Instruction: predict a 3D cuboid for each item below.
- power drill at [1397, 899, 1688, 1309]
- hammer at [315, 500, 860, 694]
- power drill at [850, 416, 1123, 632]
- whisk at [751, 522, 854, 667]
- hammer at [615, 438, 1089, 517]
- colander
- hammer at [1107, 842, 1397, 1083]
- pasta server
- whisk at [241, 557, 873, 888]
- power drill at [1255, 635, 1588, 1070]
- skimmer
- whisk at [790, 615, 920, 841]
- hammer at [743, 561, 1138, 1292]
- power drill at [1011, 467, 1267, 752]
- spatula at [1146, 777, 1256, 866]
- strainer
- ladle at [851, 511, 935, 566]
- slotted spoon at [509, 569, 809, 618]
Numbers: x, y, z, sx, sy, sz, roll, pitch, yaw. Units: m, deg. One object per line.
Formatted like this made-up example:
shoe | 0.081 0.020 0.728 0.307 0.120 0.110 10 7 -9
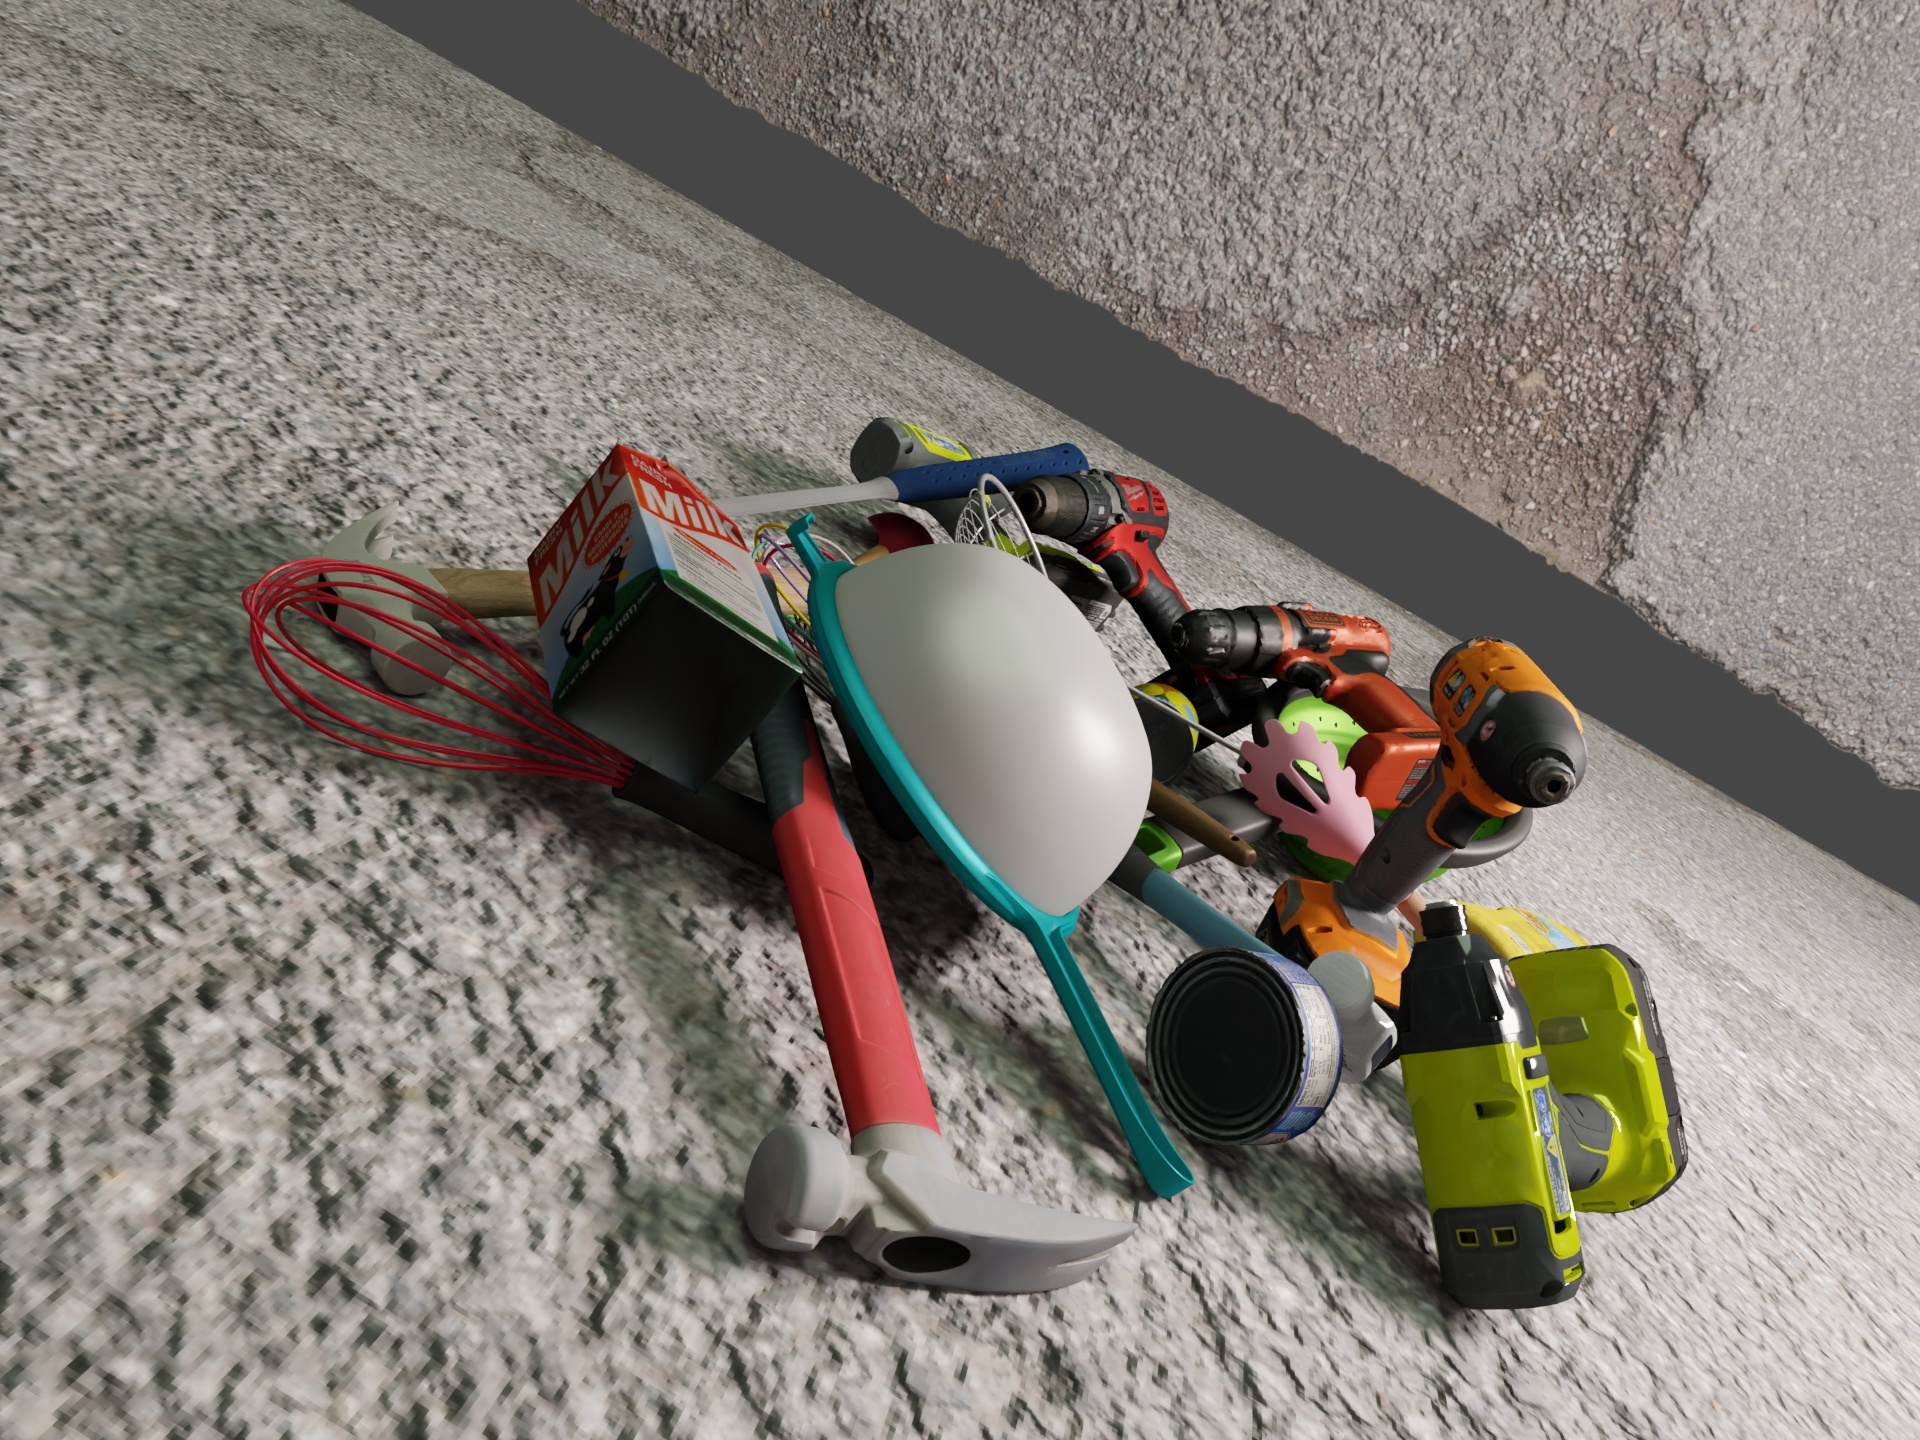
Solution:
power drill | 0.276 0.172 0.765 0.223 0.080 0.171 9 70 -54
hammer | -0.170 -0.068 0.832 0.331 0.031 0.130 -5 37 -45
power drill | 0.031 -0.154 1.322 0.190 0.080 0.229 9 36 -53
whisk | -0.026 -0.007 0.838 0.245 0.047 0.051 50 27 -9
hammer | -0.065 -0.172 1.161 0.405 0.035 0.144 -14 42 -39
colander | 0.232 0.074 1.088 0.397 0.094 0.205 -14 45 -40
hammer | 0.094 0.081 0.847 0.331 0.033 0.128 36 -15 39
pasta server | 0.287 0.125 0.972 0.316 0.060 0.040 47 10 -4
whisk | -0.159 0.015 0.674 0.295 0.073 0.073 28 17 -27
power drill | 0.252 0.073 0.860 0.084 0.226 0.164 28 18 -4
skimmer | 0.146 -0.034 1.025 0.363 0.090 0.127 32 10 13
whisk | -0.060 -0.006 0.902 0.055 0.055 0.239 19 25 -30
hammer | -0.047 0.057 0.660 0.143 0.038 0.387 21 29 -31
power drill | 0.129 -0.087 1.187 0.187 0.080 0.227 -5 68 -58
spatula | 0.071 0.005 1.017 0.082 0.044 0.318 -16 35 -34
strainer | 0.051 0.040 0.718 0.210 0.095 0.341 37 23 -55
ladle | -0.070 -0.124 1.230 0.069 0.031 0.315 32 20 1
slotted spoon | -0.148 -0.073 0.966 0.313 0.031 0.070 0 49 -53
